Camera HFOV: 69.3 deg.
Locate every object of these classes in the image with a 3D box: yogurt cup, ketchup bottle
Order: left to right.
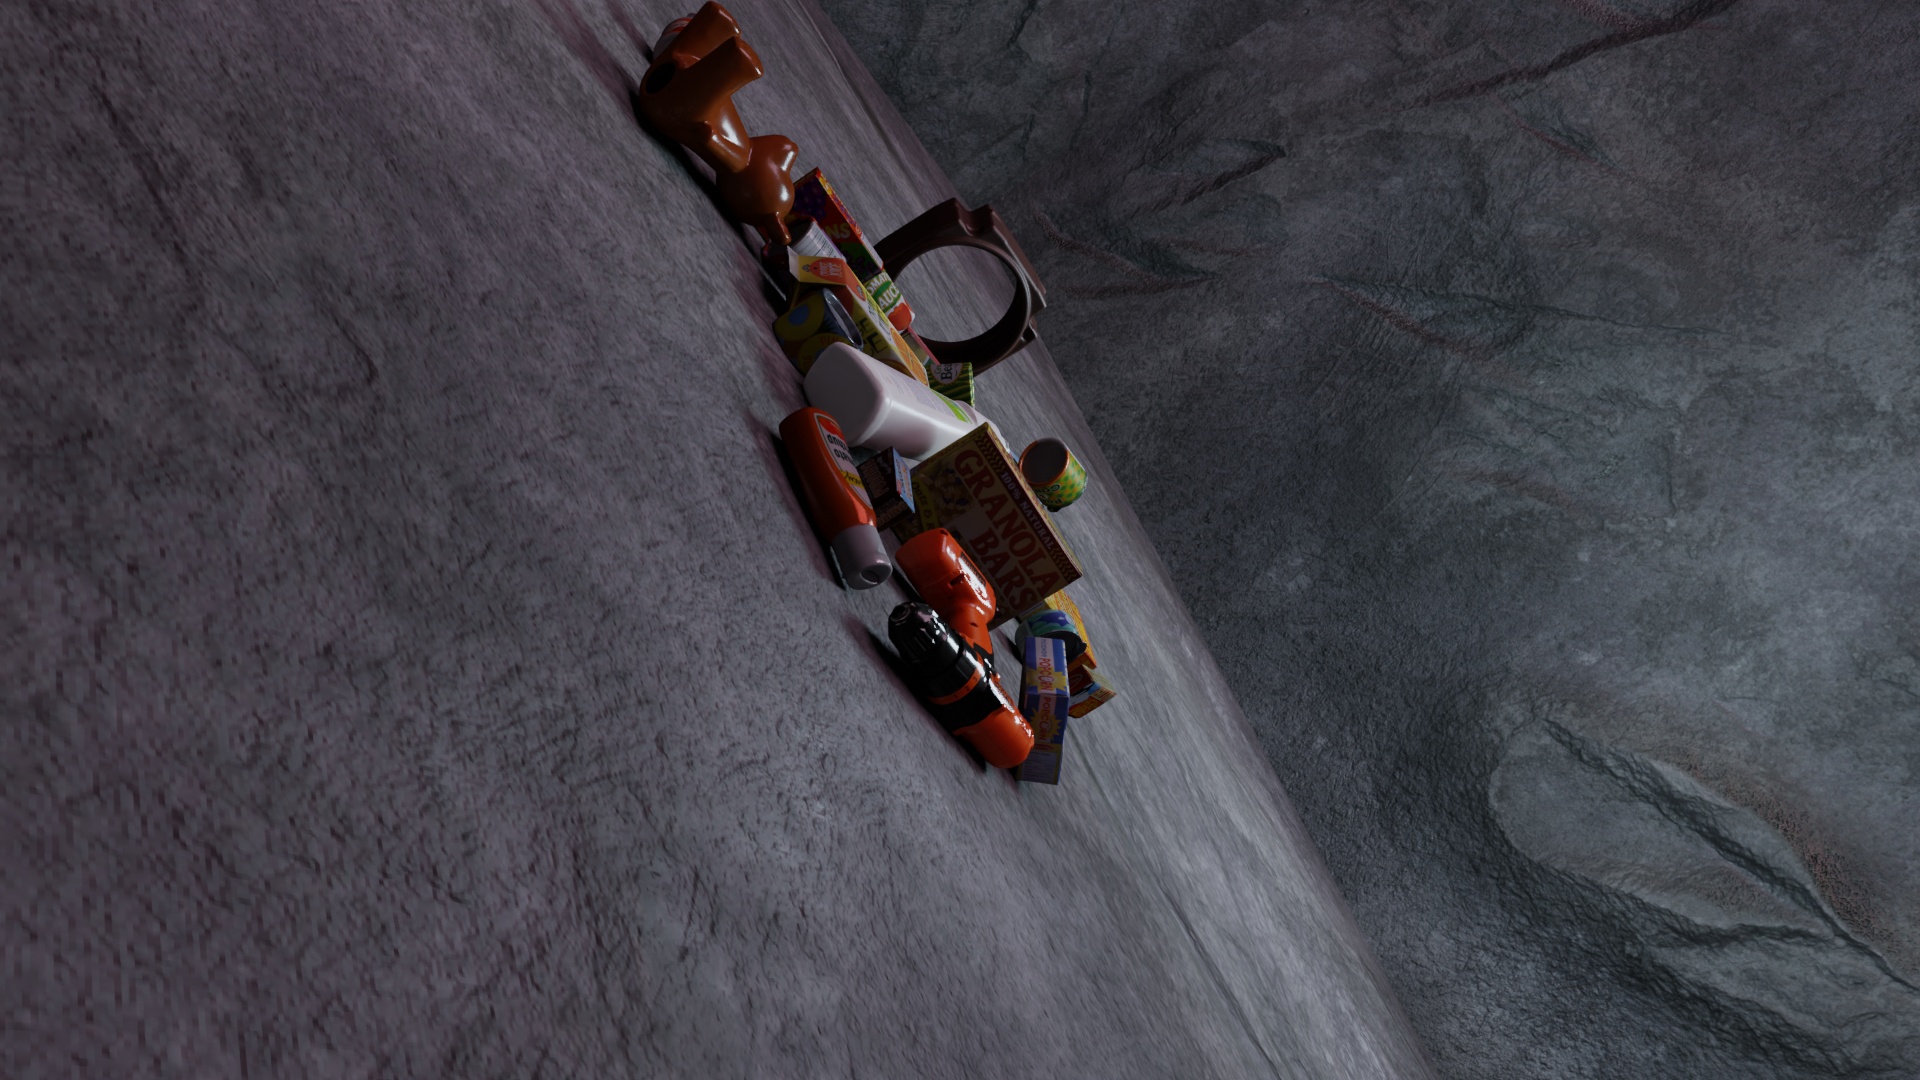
[{"bbox_3d":[-0.284,-0.501,1.434,0.072,0.072,0.054,54,20,-22],"label":"yogurt cup"},{"bbox_3d":[-0.095,-0.031,1.076,0.064,0.043,0.149,40,23,-59],"label":"ketchup bottle"}]

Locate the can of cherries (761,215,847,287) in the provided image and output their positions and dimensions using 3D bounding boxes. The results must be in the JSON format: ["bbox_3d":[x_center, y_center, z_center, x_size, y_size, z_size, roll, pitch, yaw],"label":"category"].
[{"bbox_3d":[-0.160,-0.285,1.403,0.058,0.071,0.072,50,14,-34],"label":"can of cherries"}]

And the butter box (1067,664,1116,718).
[{"bbox_3d":[0.130,0.163,1.494,0.024,0.053,0.103,61,11,23],"label":"butter box"}]

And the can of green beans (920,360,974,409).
[{"bbox_3d":[-0.015,-0.168,1.579,0.071,0.058,0.071,-10,96,-87],"label":"can of green beans"}]

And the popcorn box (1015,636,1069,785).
[{"bbox_3d":[0.071,0.147,1.224,0.127,0.038,0.085,-84,180,-72],"label":"popcorn box"}]

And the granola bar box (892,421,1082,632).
[{"bbox_3d":[0.017,-0.006,1.280,0.165,0.124,0.039,56,10,-12],"label":"granola bar box"}]

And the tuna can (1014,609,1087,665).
[{"bbox_3d":[0.094,0.105,1.450,0.071,0.071,0.033,47,16,-45],"label":"tuna can"}]

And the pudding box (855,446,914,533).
[{"bbox_3d":[-0.069,-0.041,1.192,0.030,0.049,0.084,55,13,-28],"label":"pudding box"}]

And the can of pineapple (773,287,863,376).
[{"bbox_3d":[-0.131,-0.190,1.289,0.071,0.058,0.071,55,12,-18],"label":"can of pineapple"}]

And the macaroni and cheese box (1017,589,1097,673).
[{"bbox_3d":[0.089,0.067,1.601,0.166,0.040,0.124,51,13,-30],"label":"macaroni and cheese box"}]

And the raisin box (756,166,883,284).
[{"bbox_3d":[-0.150,-0.316,1.463,0.123,0.086,0.040,54,14,-23],"label":"raisin box"}]

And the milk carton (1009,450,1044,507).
[{"bbox_3d":[0.025,-0.079,1.623,0.190,0.072,0.073,37,25,-61],"label":"milk carton"}]

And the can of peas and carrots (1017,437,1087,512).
[{"bbox_3d":[0.107,-0.077,1.626,0.058,0.071,0.071,45,18,-51],"label":"can of peas and carrots"}]

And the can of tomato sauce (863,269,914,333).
[{"bbox_3d":[-0.101,-0.277,1.609,0.083,0.071,0.071,54,12,-25],"label":"can of tomato sauce"}]

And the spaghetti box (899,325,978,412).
[{"bbox_3d":[-0.024,-0.176,1.722,0.249,0.050,0.029,47,17,-45],"label":"spaghetti box"}]

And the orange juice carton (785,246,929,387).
[{"bbox_3d":[-0.112,-0.204,1.369,0.192,0.073,0.072,52,13,-29],"label":"orange juice carton"}]
